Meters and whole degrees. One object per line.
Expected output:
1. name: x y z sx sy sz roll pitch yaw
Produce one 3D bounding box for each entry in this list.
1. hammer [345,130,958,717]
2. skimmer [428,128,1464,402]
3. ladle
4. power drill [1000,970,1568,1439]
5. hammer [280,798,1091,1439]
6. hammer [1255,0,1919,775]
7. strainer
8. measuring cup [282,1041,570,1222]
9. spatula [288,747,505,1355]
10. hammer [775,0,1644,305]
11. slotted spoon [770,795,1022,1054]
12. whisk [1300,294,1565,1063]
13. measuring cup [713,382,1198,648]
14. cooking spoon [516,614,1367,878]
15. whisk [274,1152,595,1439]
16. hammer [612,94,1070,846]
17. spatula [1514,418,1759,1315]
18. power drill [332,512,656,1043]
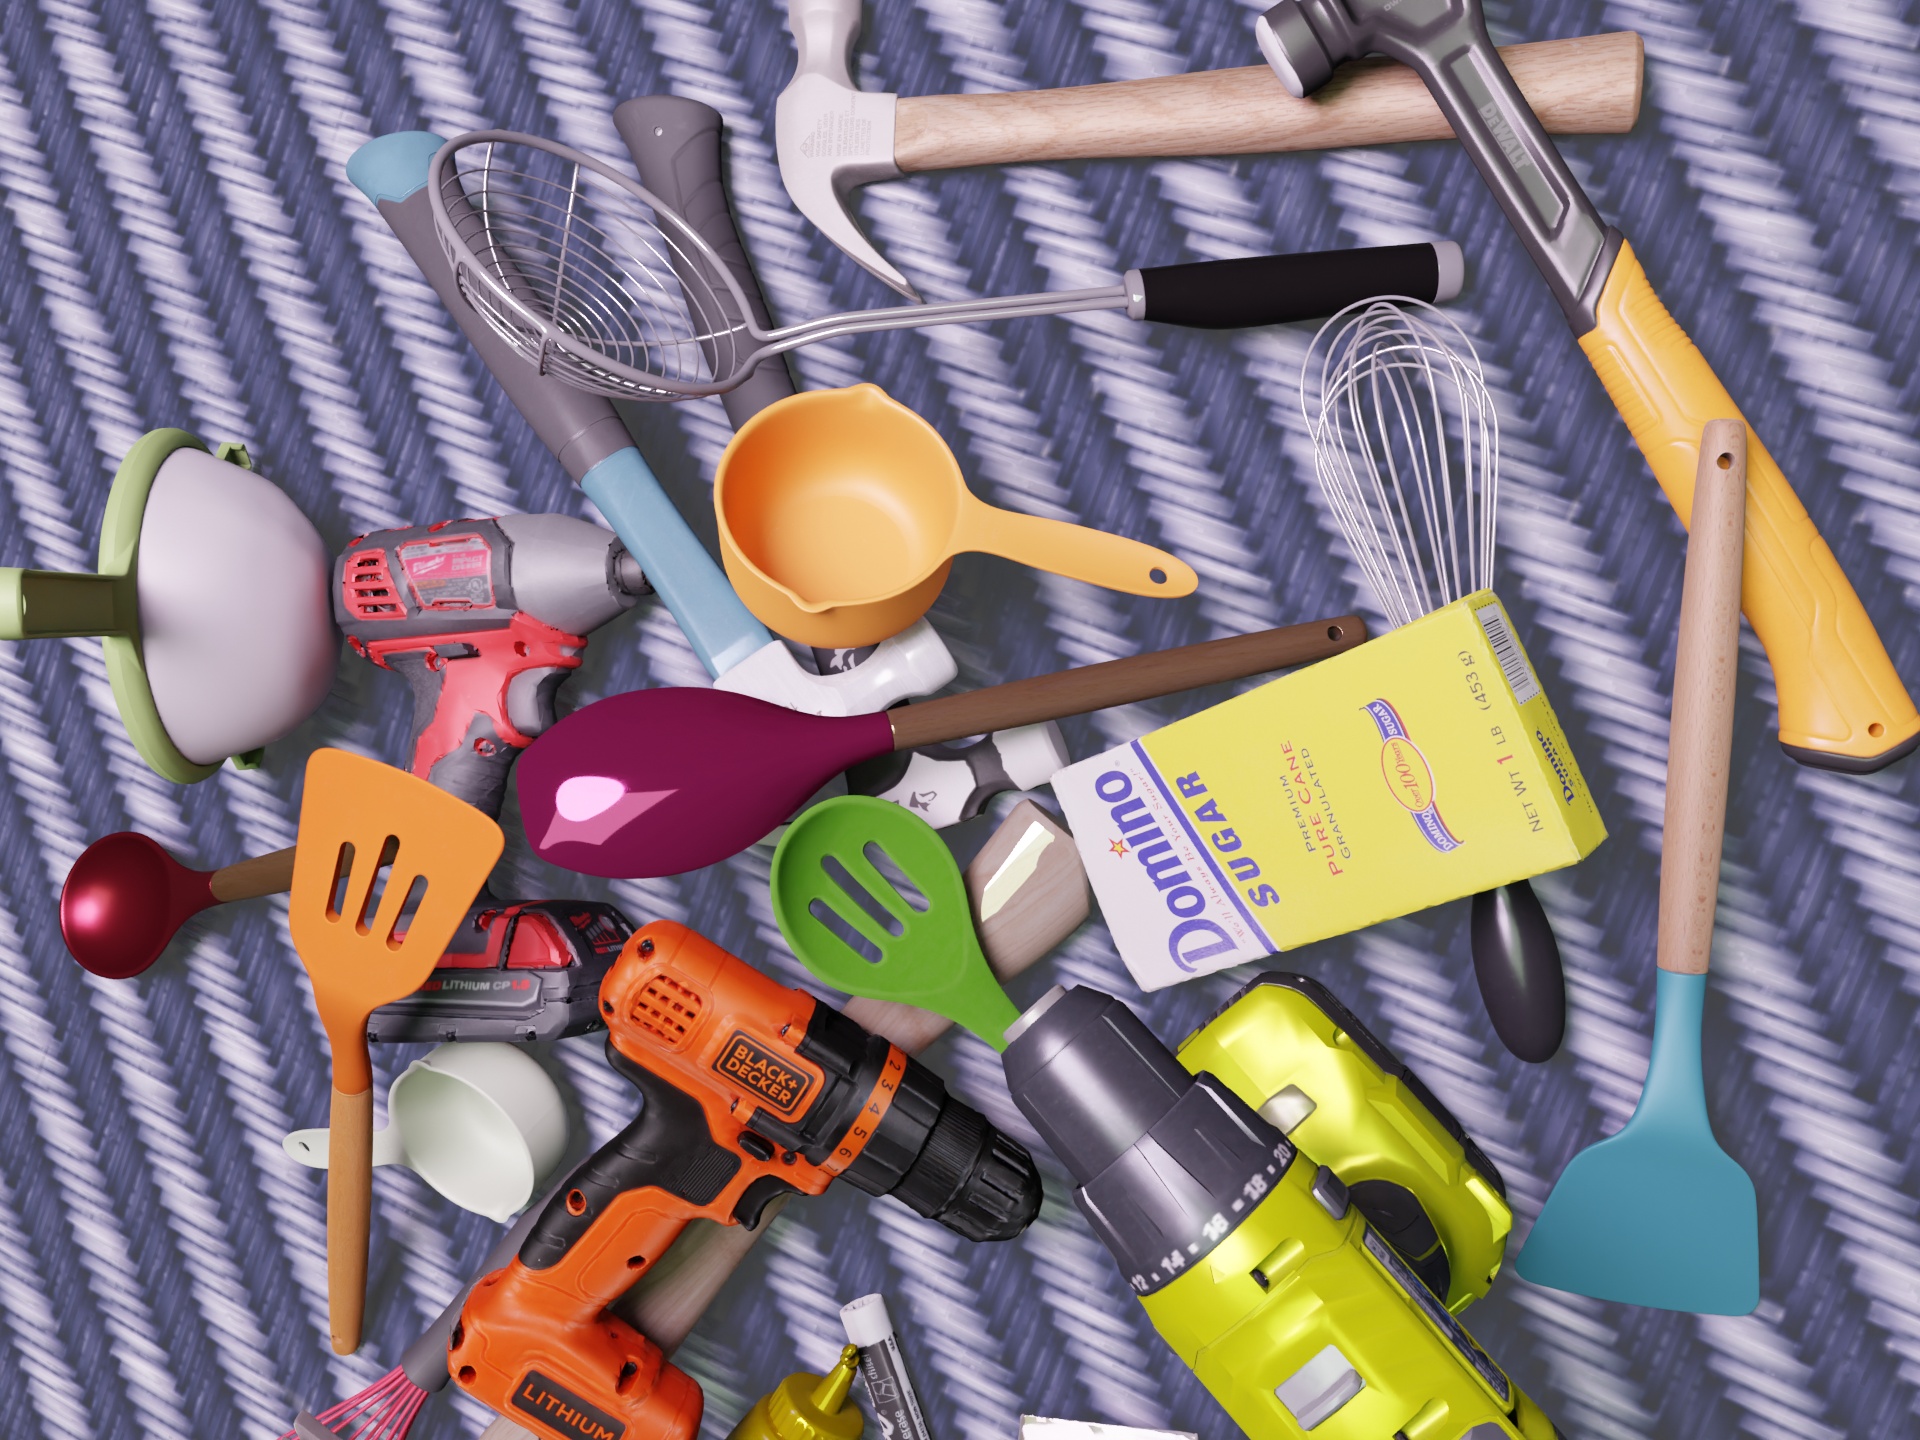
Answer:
1. hammer: -0.146 -0.112 0.637 0.128 0.033 0.331 -35 77 -4
2. skimmer: 0.003 -0.173 0.569 0.363 0.090 0.127 -5 45 -1
3. ladle: -0.301 0.066 0.677 0.315 0.031 0.069 -13 80 38
4. power drill: 0.105 0.150 0.505 0.080 0.228 0.191 -45 79 11
5. hammer: -0.100 0.191 0.641 0.146 0.038 0.410 39 95 -7
6. hammer: 0.240 -0.135 0.550 0.127 0.034 0.337 -30 89 14
7. strainer: -0.297 -0.046 0.629 0.069 0.256 0.151 -1 94 -8
8. measuring cup: -0.240 0.179 0.708 0.167 0.038 0.083 -13 108 33
9. spatula: -0.240 0.156 0.644 0.081 0.041 0.322 22 125 8
10. hammer: 0.086 -0.232 0.617 0.331 0.031 0.130 2 90 16
11. slotted spoon: 0.047 0.150 0.598 0.314 0.031 0.070 46 76 -2
12. whisk: 0.181 -0.014 0.578 0.070 0.070 0.284 -13 92 16
13. measuring cup: -0.003 -0.060 0.578 0.173 0.052 0.095 13 66 -3
14. cooking spoon: -0.001 -0.002 0.582 0.319 0.017 0.069 -12 80 -9
15. whisk: -0.248 0.299 0.696 0.073 0.073 0.296 43 95 12
16. hammer: -0.079 -0.106 0.662 0.146 0.035 0.335 -22 84 14
17. spatula: 0.247 0.058 0.548 0.082 0.044 0.317 4 95 16
18. power drill: -0.191 0.021 0.674 0.143 0.078 0.220 -4 85 16
